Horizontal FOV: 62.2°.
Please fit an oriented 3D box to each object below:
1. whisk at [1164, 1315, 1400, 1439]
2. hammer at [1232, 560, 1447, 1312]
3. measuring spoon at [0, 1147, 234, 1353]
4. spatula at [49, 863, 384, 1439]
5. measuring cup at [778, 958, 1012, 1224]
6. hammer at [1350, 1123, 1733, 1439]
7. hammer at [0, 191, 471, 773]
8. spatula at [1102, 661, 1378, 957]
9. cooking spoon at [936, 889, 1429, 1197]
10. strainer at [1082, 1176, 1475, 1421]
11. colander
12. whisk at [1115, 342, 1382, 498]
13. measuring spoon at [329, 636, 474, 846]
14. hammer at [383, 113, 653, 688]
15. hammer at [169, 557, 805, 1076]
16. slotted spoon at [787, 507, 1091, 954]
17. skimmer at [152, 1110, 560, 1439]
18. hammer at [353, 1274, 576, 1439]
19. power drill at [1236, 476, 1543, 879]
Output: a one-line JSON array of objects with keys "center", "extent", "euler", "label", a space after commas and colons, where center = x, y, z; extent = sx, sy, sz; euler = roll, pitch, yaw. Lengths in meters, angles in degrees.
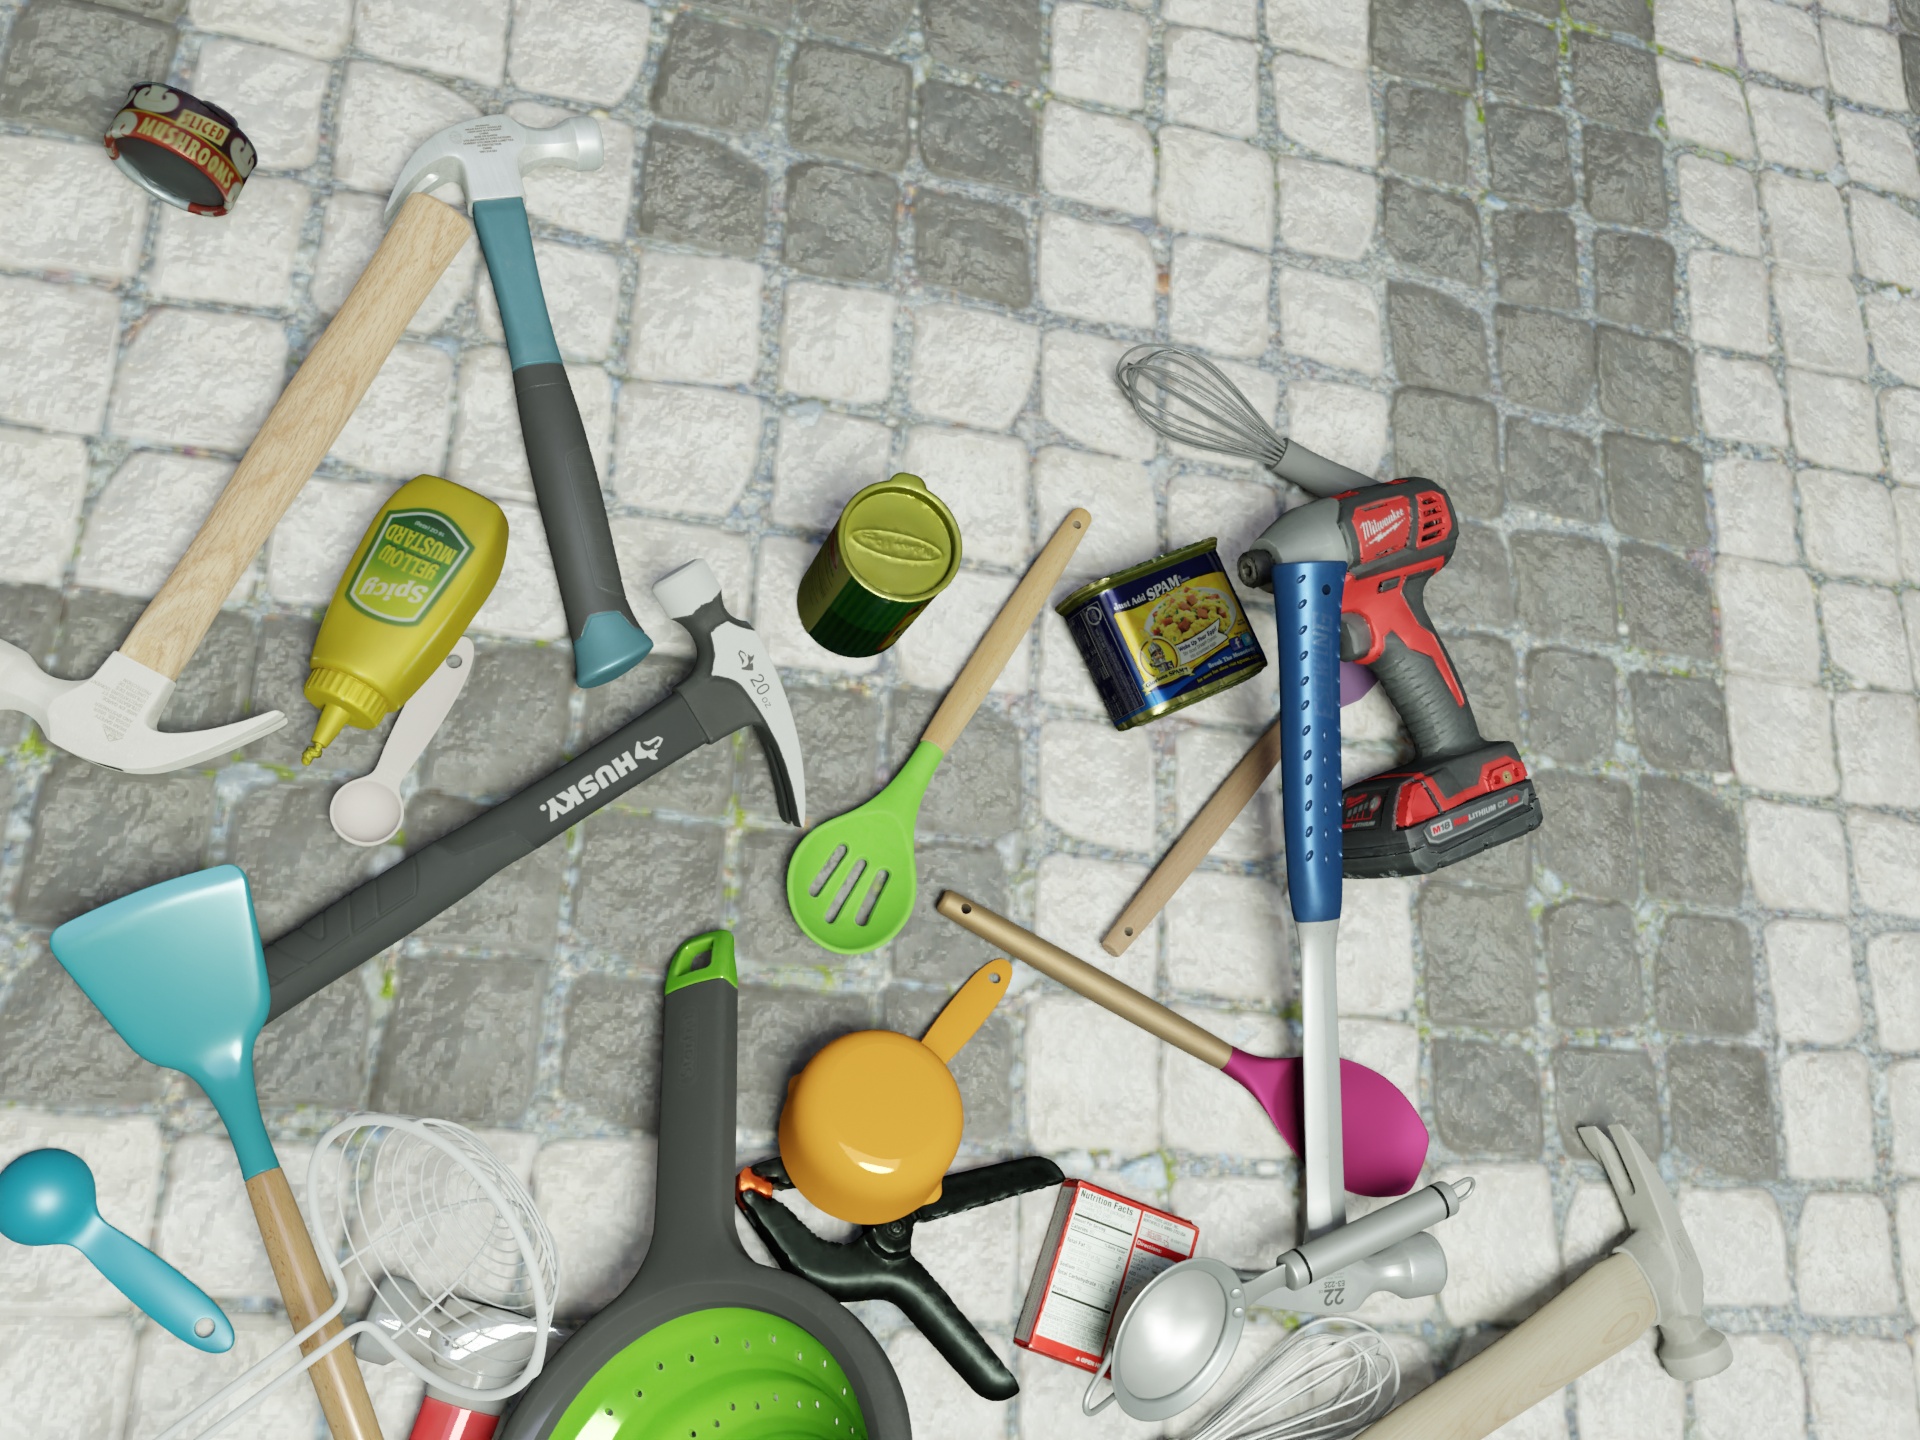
[{"center": [0.121, 0.375, 0.816], "extent": [0.246, 0.057, 0.059], "euler": [-19, 47, -19], "label": "whisk"}, {"center": [0.187, 0.118, 0.855], "extent": [0.144, 0.035, 0.405], "euler": [-3, 92, -16], "label": "hammer"}, {"center": [-0.374, 0.238, 0.705], "extent": [0.128, 0.021, 0.042], "euler": [40, 67, -2], "label": "measuring spoon"}, {"center": [-0.297, 0.221, 0.688], "extent": [0.082, 0.044, 0.318], "euler": [-22, 78, -22], "label": "spatula"}, {"center": [-0.018, 0.171, 0.806], "extent": [0.095, 0.052, 0.174], "euler": [37, 54, 10], "label": "measuring cup"}, {"center": [0.251, 0.348, 0.819], "extent": [0.410, 0.038, 0.146], "euler": [-16, 80, -34], "label": "hammer"}, {"center": [-0.341, -0.123, 0.795], "extent": [0.130, 0.031, 0.331], "euler": [30, 76, -10], "label": "hammer"}, {"center": [0.179, 0.020, 0.946], "extent": [0.060, 0.018, 0.316], "euler": [42, 66, 0], "label": "spatula"}, {"center": [0.126, 0.175, 0.885], "extent": [0.318, 0.017, 0.069], "euler": [30, 72, -8], "label": "cooking spoon"}, {"center": [0.163, 0.284, 0.813], "extent": [0.258, 0.050, 0.086], "euler": [-16, 111, -22], "label": "strainer"}, {"center": [-0.102, 0.280, 0.713], "extent": [0.204, 0.094, 0.398], "euler": [-19, 47, 15], "label": "colander"}, {"center": [0.202, -0.168, 0.992], "extent": [0.239, 0.055, 0.055], "euler": [25, 69, -14], "label": "whisk"}, {"center": [-0.280, 0.010, 0.808], "extent": [0.034, 0.018, 0.124], "euler": [28, 61, -13], "label": "measuring spoon"}, {"center": [-0.225, -0.178, 0.866], "extent": [0.128, 0.033, 0.331], "euler": [-12, 79, -21], "label": "hammer"}, {"center": [-0.228, 0.065, 0.783], "extent": [0.335, 0.035, 0.146], "euler": [-34, 105, -18], "label": "hammer"}, {"center": [-0.001, -0.003, 0.891], "extent": [0.070, 0.031, 0.314], "euler": [34, 66, -4], "label": "slotted spoon"}, {"center": [-0.316, 0.289, 0.619], "extent": [0.363, 0.090, 0.127], "euler": [-36, 87, -5], "label": "skimmer"}, {"center": [-0.255, 0.451, 0.675], "extent": [0.143, 0.038, 0.386], "euler": [22, 69, -12], "label": "hammer"}, {"center": [0.243, -0.025, 0.923], "extent": [0.143, 0.078, 0.219], "euler": [-16, 90, -27], "label": "power drill"}]
